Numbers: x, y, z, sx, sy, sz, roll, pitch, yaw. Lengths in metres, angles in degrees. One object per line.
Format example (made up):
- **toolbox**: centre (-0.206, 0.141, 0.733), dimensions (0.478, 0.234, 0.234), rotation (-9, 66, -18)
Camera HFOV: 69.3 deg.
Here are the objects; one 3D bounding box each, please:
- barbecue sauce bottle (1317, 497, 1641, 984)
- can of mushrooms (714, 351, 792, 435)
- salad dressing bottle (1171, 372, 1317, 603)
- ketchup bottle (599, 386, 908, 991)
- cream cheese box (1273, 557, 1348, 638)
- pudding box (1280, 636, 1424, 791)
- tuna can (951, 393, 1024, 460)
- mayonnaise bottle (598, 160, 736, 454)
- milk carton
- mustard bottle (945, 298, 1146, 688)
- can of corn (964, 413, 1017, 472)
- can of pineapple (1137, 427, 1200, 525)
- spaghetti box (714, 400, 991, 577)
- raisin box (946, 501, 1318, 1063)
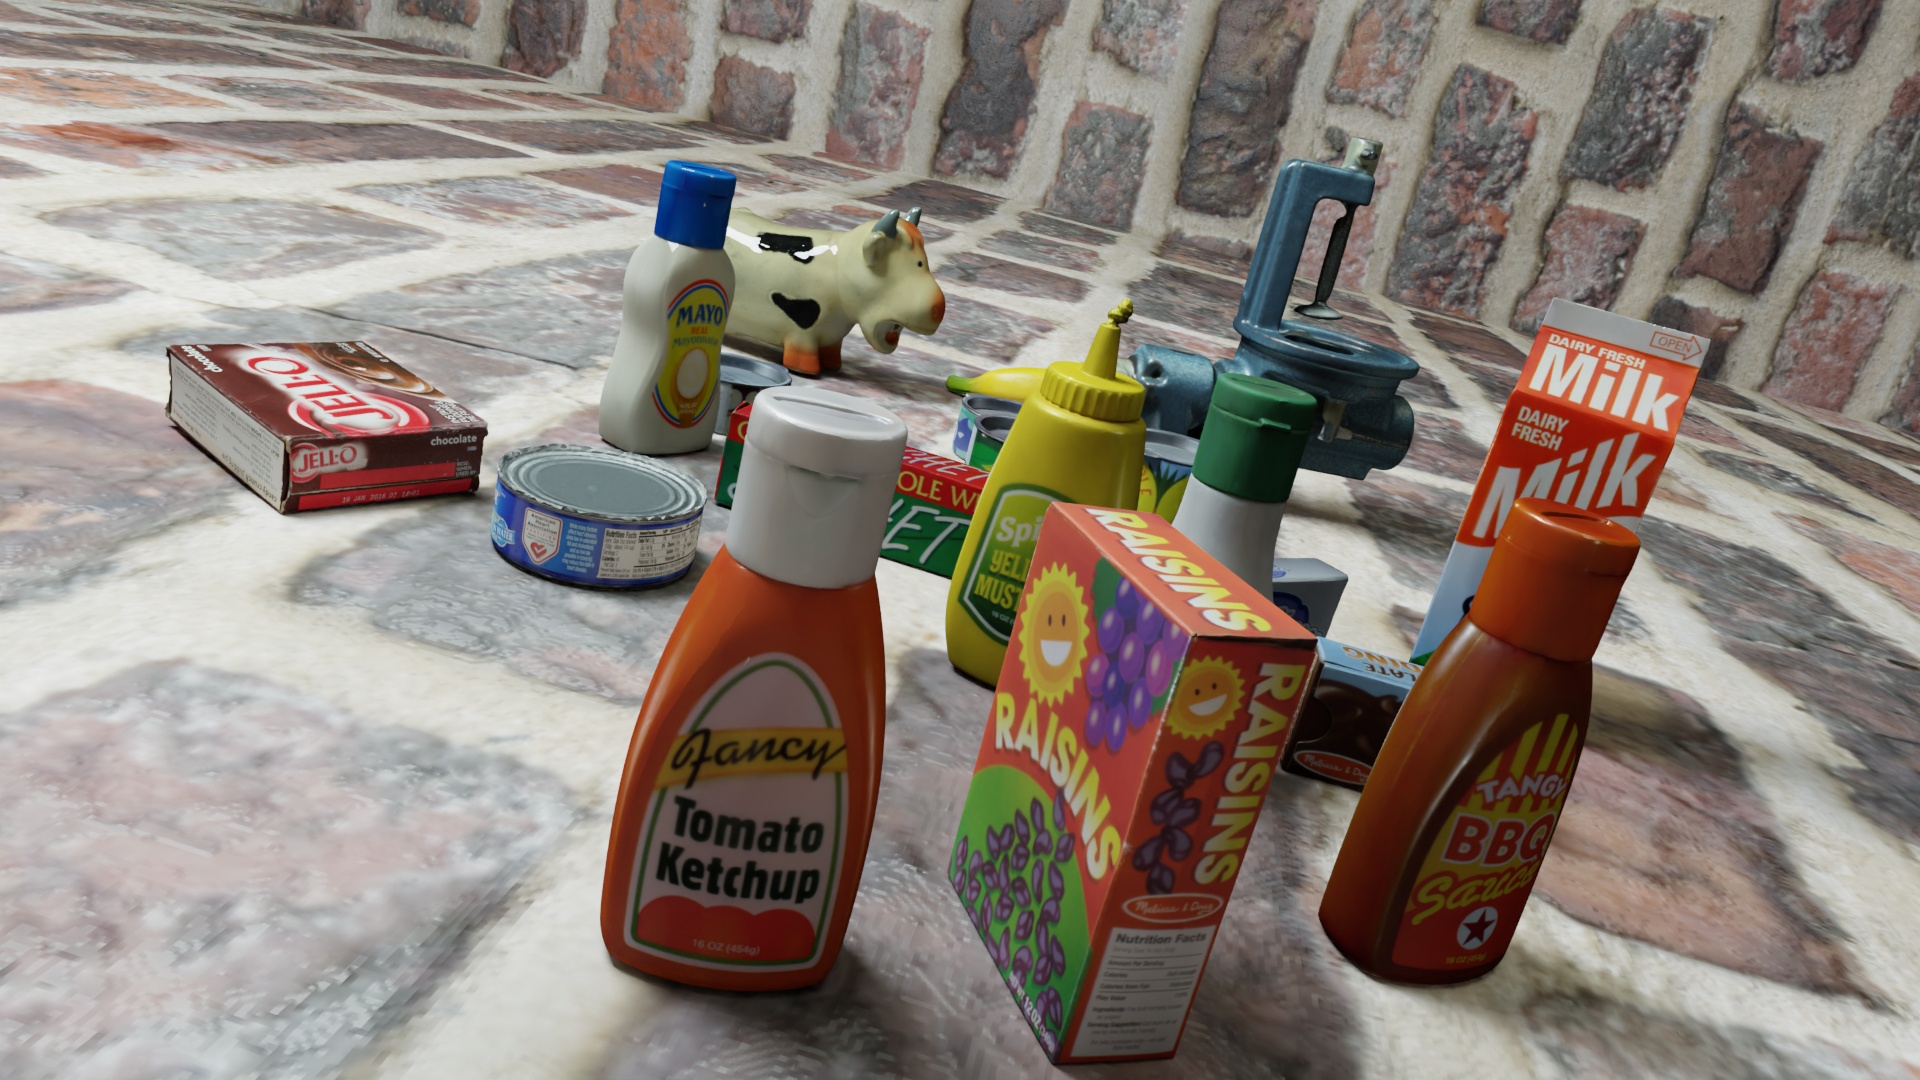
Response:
- **barbecue sauce bottle**: centre (0.159, 0.061, 0.421), dimensions (0.065, 0.148, 0.044), rotation (4, 20, -27)
- **can of mushrooms**: centre (-0.132, -0.086, 0.814), dimensions (0.071, 0.033, 0.071), rotation (13, 19, -4)
- **salad dressing bottle**: centre (0.093, 0.013, 0.512), dimensions (0.064, 0.147, 0.044), rotation (11, 18, -8)
- **ketchup bottle**: centre (-0.047, 0.038, 0.342), dimensions (0.065, 0.148, 0.044), rotation (11, 18, -10)
- **cream cheese box**: centre (0.123, 0.036, 0.616), dimensions (0.104, 0.053, 0.024), rotation (1, 23, -35)
- **pudding box**: centre (0.173, 0.074, 0.547), dimensions (0.084, 0.049, 0.030), rotation (15, 18, 3)
- **tuna can**: centre (0.027, -0.067, 0.873), dimensions (0.071, 0.032, 0.071), rotation (13, 19, -4)
- **mayonnaise bottle**: centre (-0.147, -0.120, 0.721), dimensions (0.041, 0.147, 0.065), rotation (26, 22, 33)
- **milk carton**: centre (0.280, -0.014, 0.657), dimensions (0.072, 0.189, 0.074), rotation (21, 20, 21)
- **mustard bottle**: centre (0.039, -0.018, 0.544), dimensions (0.065, 0.159, 0.049), rotation (19, 19, 15)
- **can of corn**: centre (0.035, -0.028, 0.727), dimensions (0.071, 0.058, 0.071), rotation (13, 19, -4)
- **can of pineapple**: centre (0.112, -0.026, 0.779), dimensions (0.071, 0.057, 0.071), rotation (13, 19, -4)
- **spaghetti box**: centre (0.002, -0.008, 0.661), dimensions (0.250, 0.050, 0.029), rotation (17, 19, 10)
- **raisin box**: centre (0.041, 0.062, 0.373), dimensions (0.040, 0.123, 0.086), rotation (6, 20, -23)
